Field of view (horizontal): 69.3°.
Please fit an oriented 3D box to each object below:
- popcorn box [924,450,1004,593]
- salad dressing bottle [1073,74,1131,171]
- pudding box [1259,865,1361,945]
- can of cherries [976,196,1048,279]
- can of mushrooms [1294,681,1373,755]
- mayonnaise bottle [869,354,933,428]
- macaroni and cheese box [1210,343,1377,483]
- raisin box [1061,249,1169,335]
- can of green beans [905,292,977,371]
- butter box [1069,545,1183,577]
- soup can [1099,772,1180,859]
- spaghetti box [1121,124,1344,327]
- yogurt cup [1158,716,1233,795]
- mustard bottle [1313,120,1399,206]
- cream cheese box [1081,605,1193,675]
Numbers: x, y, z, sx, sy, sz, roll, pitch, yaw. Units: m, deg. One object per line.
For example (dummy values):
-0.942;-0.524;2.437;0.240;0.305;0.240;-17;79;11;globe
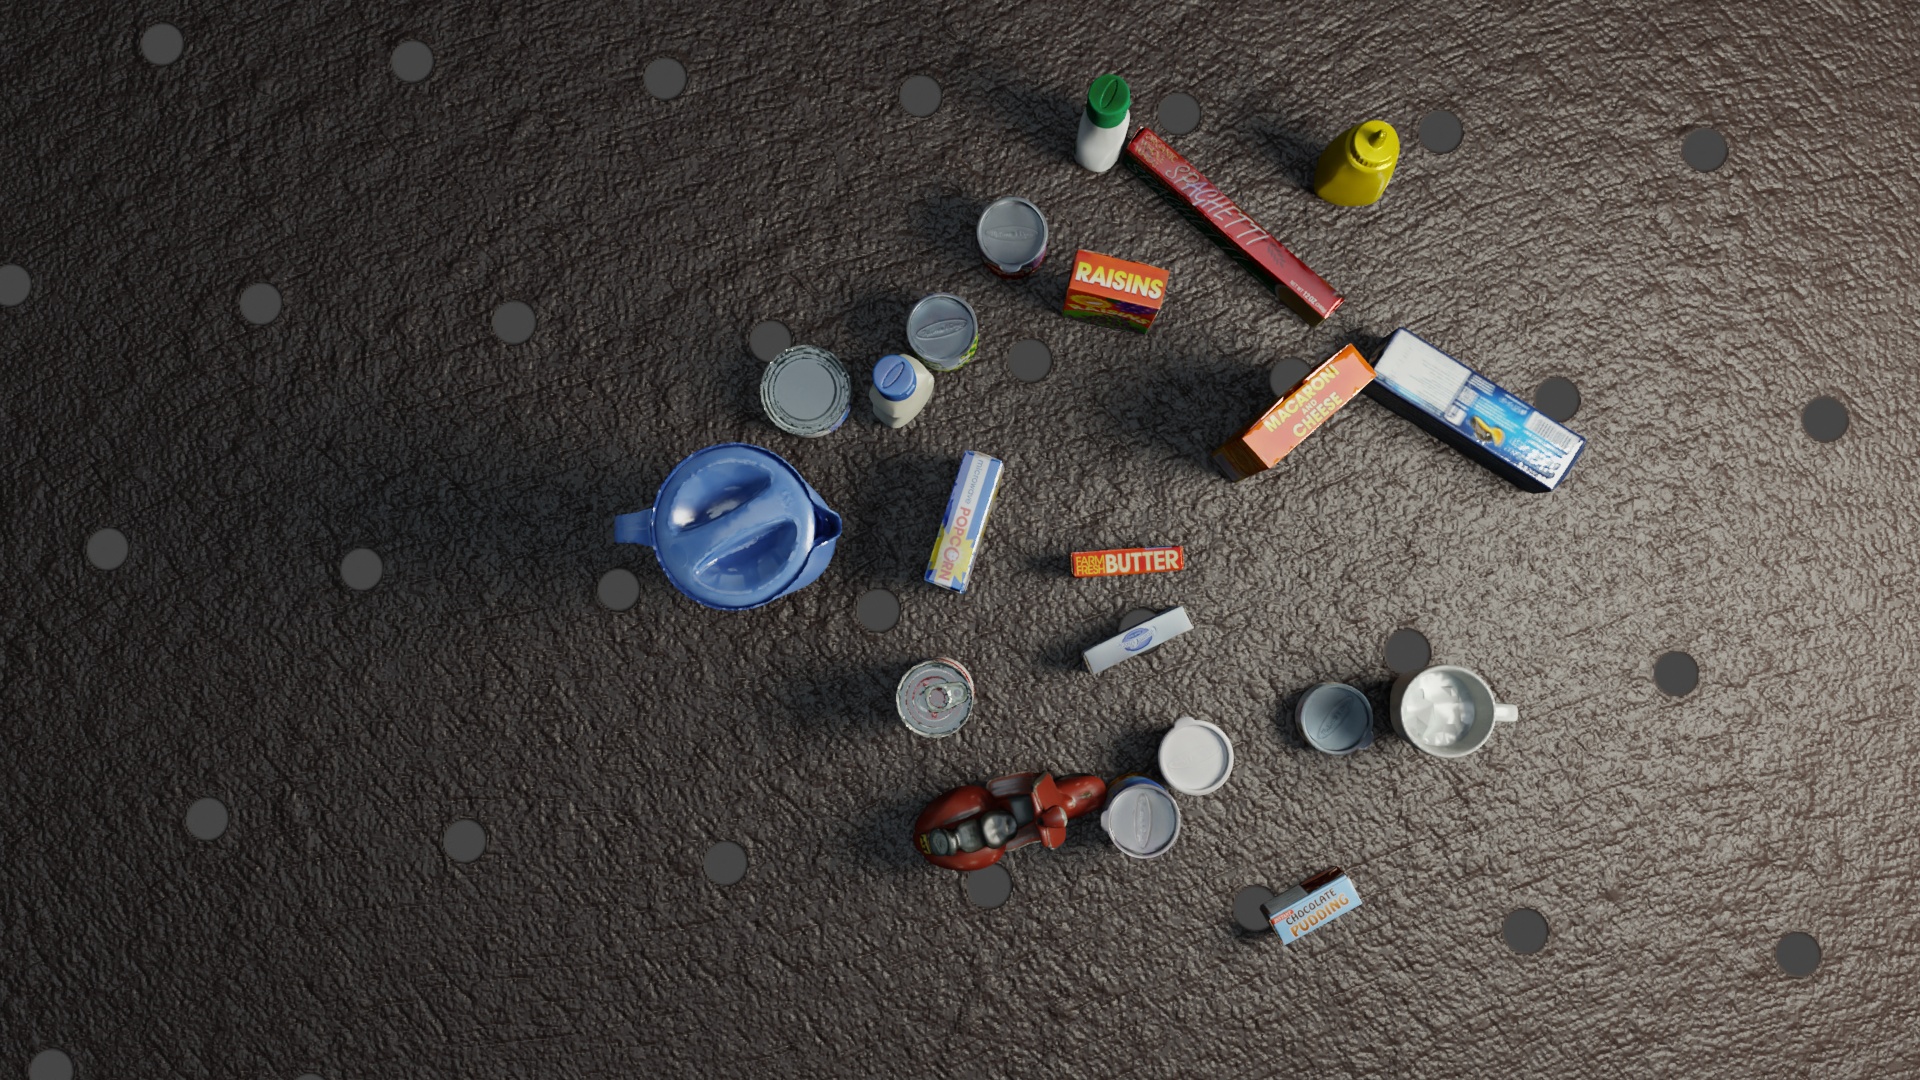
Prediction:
0.005;-0.016;1.283;0.038;0.085;0.126;18;88;2;popcorn box
0.131;-0.381;1.266;0.044;0.147;0.064;27;89;2;salad dressing bottle
0.321;0.334;1.275;0.084;0.049;0.030;-29;87;0;pudding box
0.048;-0.281;1.308;0.071;0.058;0.071;0;87;2;can of cherries
0.348;0.166;1.291;0.071;0.033;0.071;0;87;2;can of mushrooms
-0.055;-0.139;1.259;0.041;0.148;0.065;39;89;3;mayonnaise bottle
0.292;-0.110;1.239;0.124;0.166;0.040;-41;87;0;macaroni and cheese box
0.140;-0.226;1.270;0.086;0.123;0.040;14;88;2;raisin box
-0.017;-0.195;1.306;0.071;0.058;0.071;0;87;2;can of green beans
0.153;0.020;1.293;0.103;0.053;0.024;-4;88;1;butter box
0.160;0.249;1.266;0.071;0.084;0.071;0;88;2;soup can
0.254;-0.295;1.308;0.250;0.050;0.028;42;89;3;spaghetti box
0.214;0.198;1.282;0.072;0.054;0.072;0;87;2;yogurt cup
0.363;-0.344;1.252;0.065;0.160;0.049;11;88;2;mustard bottle
0.163;0.092;1.289;0.104;0.053;0.024;-25;87;0;cream cheese box
